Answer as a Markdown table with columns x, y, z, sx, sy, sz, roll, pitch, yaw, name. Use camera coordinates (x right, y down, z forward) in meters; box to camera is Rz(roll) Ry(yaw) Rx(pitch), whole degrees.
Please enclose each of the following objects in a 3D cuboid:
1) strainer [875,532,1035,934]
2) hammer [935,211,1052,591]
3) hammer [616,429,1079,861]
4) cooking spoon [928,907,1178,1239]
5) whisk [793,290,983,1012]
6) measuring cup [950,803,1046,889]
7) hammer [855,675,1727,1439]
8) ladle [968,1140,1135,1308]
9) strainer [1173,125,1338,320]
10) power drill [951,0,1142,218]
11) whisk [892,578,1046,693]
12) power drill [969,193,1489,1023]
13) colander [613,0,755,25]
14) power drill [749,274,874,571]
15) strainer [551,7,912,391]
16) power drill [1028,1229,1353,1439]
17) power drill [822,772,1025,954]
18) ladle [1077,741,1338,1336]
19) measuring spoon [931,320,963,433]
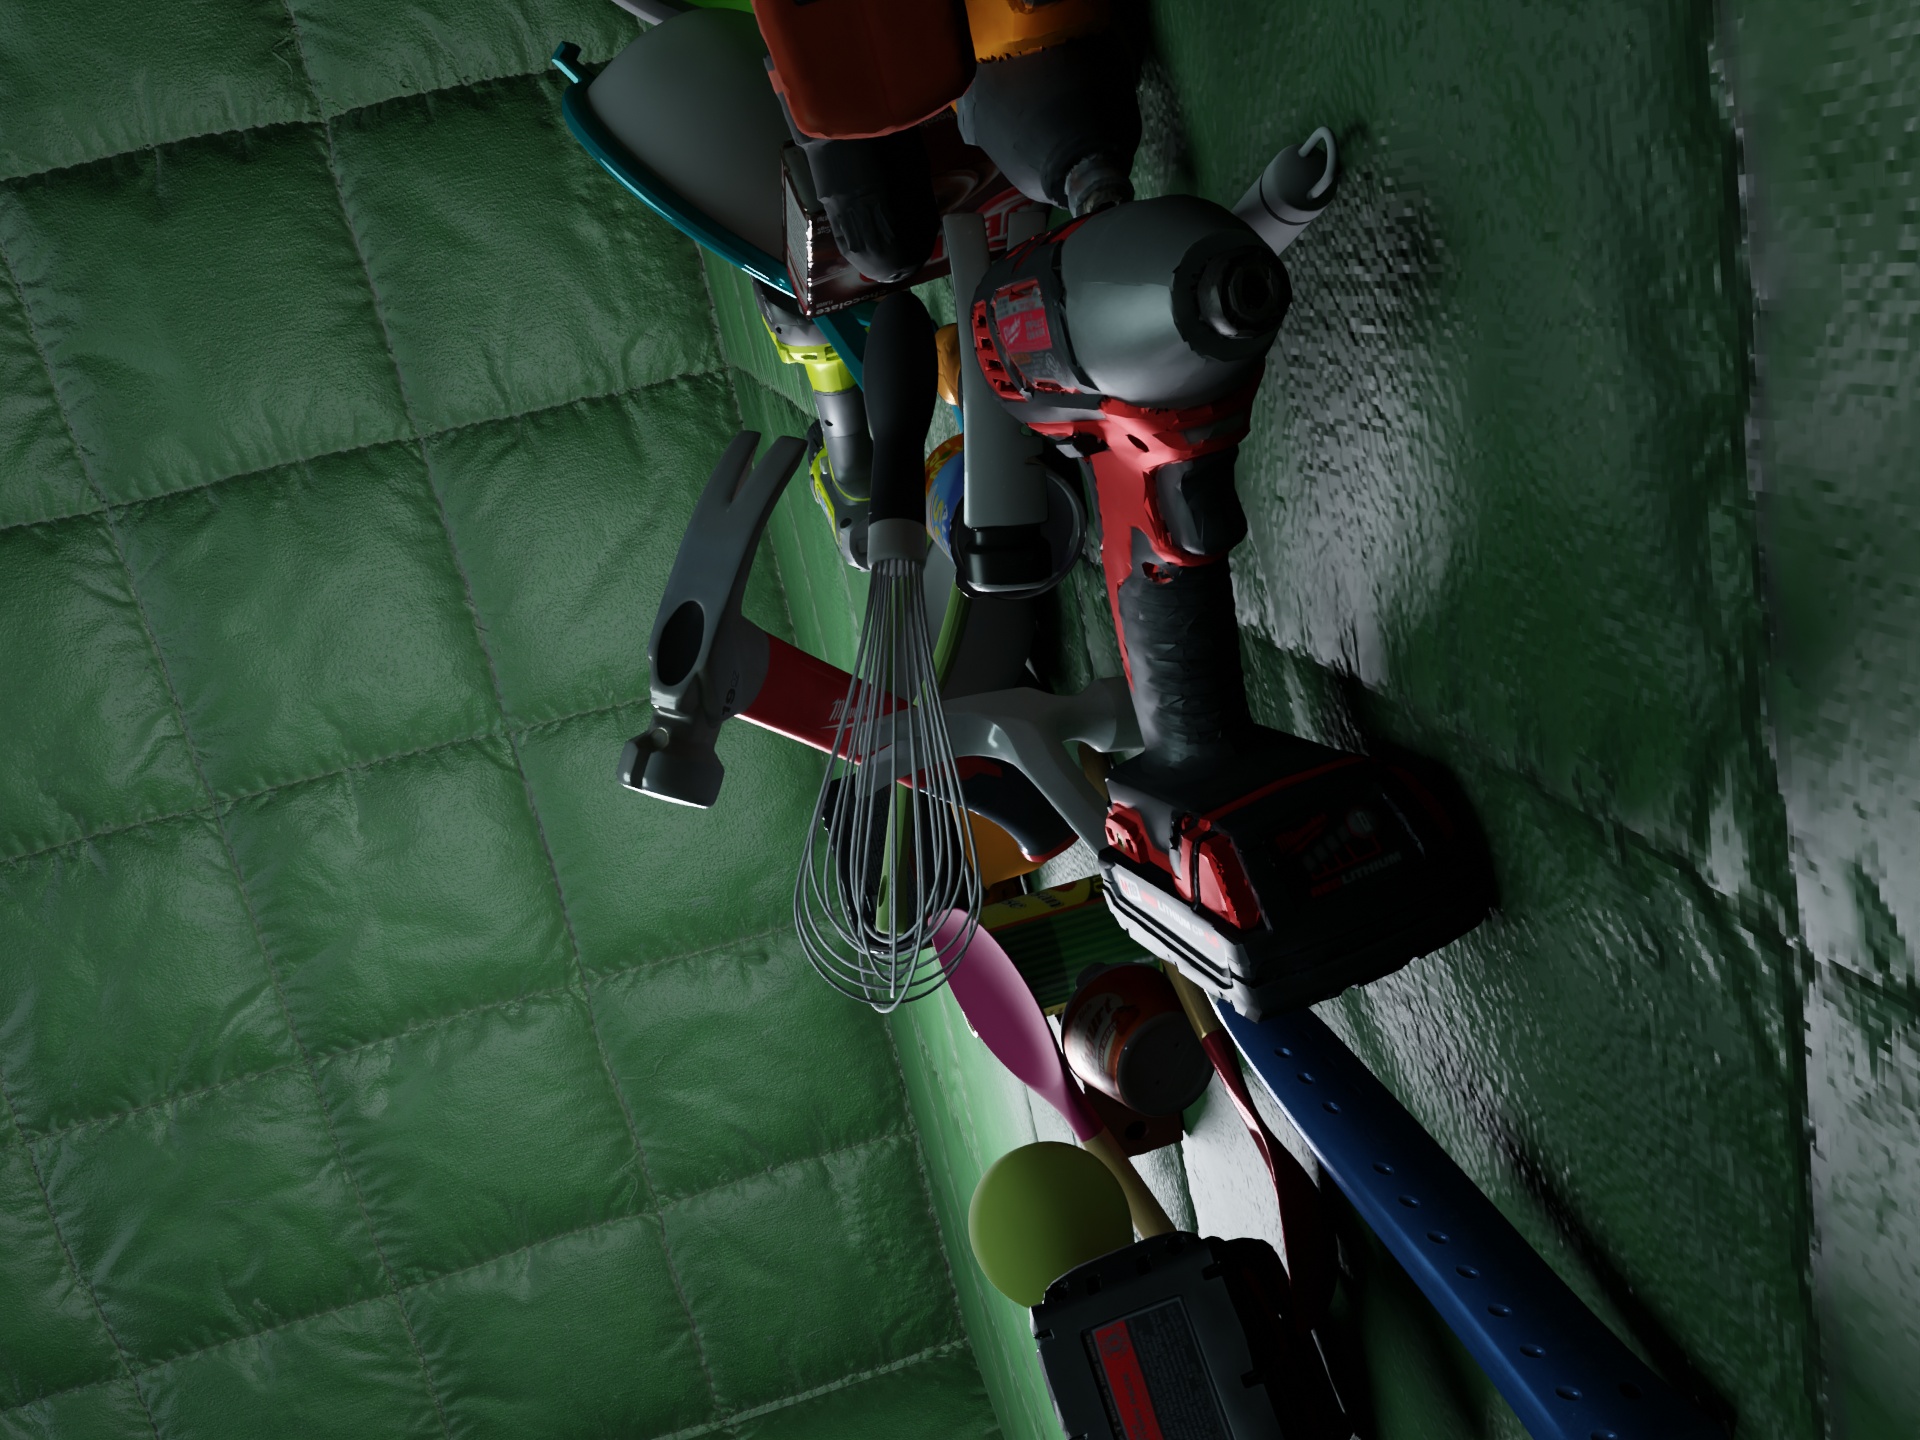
| x | y | z | sx | sy | sz | roll | pitch | yaw | name |
| --- | --- | --- | --- | --- | --- | --- | --- | --- | --- |
| -0.001 | -0.003 | 0.880 | 0.151 | 0.069 | 0.256 | 137 | 142 | -62 | strainer |
| 0.007 | -0.154 | 0.691 | 0.337 | 0.034 | 0.127 | -99 | 6 | -72 | hammer |
| -0.017 | -0.002 | 0.747 | 0.386 | 0.038 | 0.143 | 27 | -102 | -62 | hammer |
| 0.079 | 0.225 | 0.788 | 0.319 | 0.017 | 0.069 | 57 | 147 | -4 | cooking spoon |
| -0.024 | -0.035 | 0.595 | 0.070 | 0.070 | 0.285 | 106 | 165 | -73 | whisk |
| 0.029 | 0.047 | 1.035 | 0.174 | 0.052 | 0.095 | -66 | -42 | -78 | measuring cup |
| 0.088 | 0.091 | 0.547 | 0.406 | 0.144 | 0.035 | -129 | 38 | -53 | hammer |
| 0.102 | 0.332 | 0.796 | 0.062 | 0.078 | 0.320 | 3 | 131 | 50 | ladle |
| 0.068 | -0.132 | 0.523 | 0.258 | 0.050 | 0.087 | 149 | 120 | -77 | strainer |
| 0.018 | -0.268 | 0.475 | 0.226 | 0.084 | 0.164 | 83 | 169 | -63 | power drill |
| 0.005 | -0.056 | 0.999 | 0.239 | 0.055 | 0.055 | -124 | 21 | -52 | whisk |
| 0.071 | -0.036 | 0.452 | 0.143 | 0.078 | 0.219 | -154 | 45 | -71 | power drill |
| -0.102 | -0.417 | 0.877 | 0.396 | 0.204 | 0.094 | 56 | -135 | -66 | colander |
| -0.099 | -0.252 | 1.230 | 0.191 | 0.080 | 0.228 | -116 | 11 | -49 | power drill |
| -0.068 | -0.265 | 0.786 | 0.095 | 0.210 | 0.341 | -54 | 41 | 22 | strainer |
| 0.118 | 0.300 | 0.638 | 0.226 | 0.080 | 0.188 | 45 | -157 | -60 | power drill |
| -0.021 | 0.066 | 1.099 | 0.226 | 0.084 | 0.185 | 5 | -112 | -74 | power drill |
| 0.108 | 0.126 | 0.735 | 0.069 | 0.031 | 0.316 | 72 | 179 | -50 | ladle |
| -0.011 | -0.188 | 0.953 | 0.042 | 0.021 | 0.129 | 88 | 165 | -56 | measuring spoon |
